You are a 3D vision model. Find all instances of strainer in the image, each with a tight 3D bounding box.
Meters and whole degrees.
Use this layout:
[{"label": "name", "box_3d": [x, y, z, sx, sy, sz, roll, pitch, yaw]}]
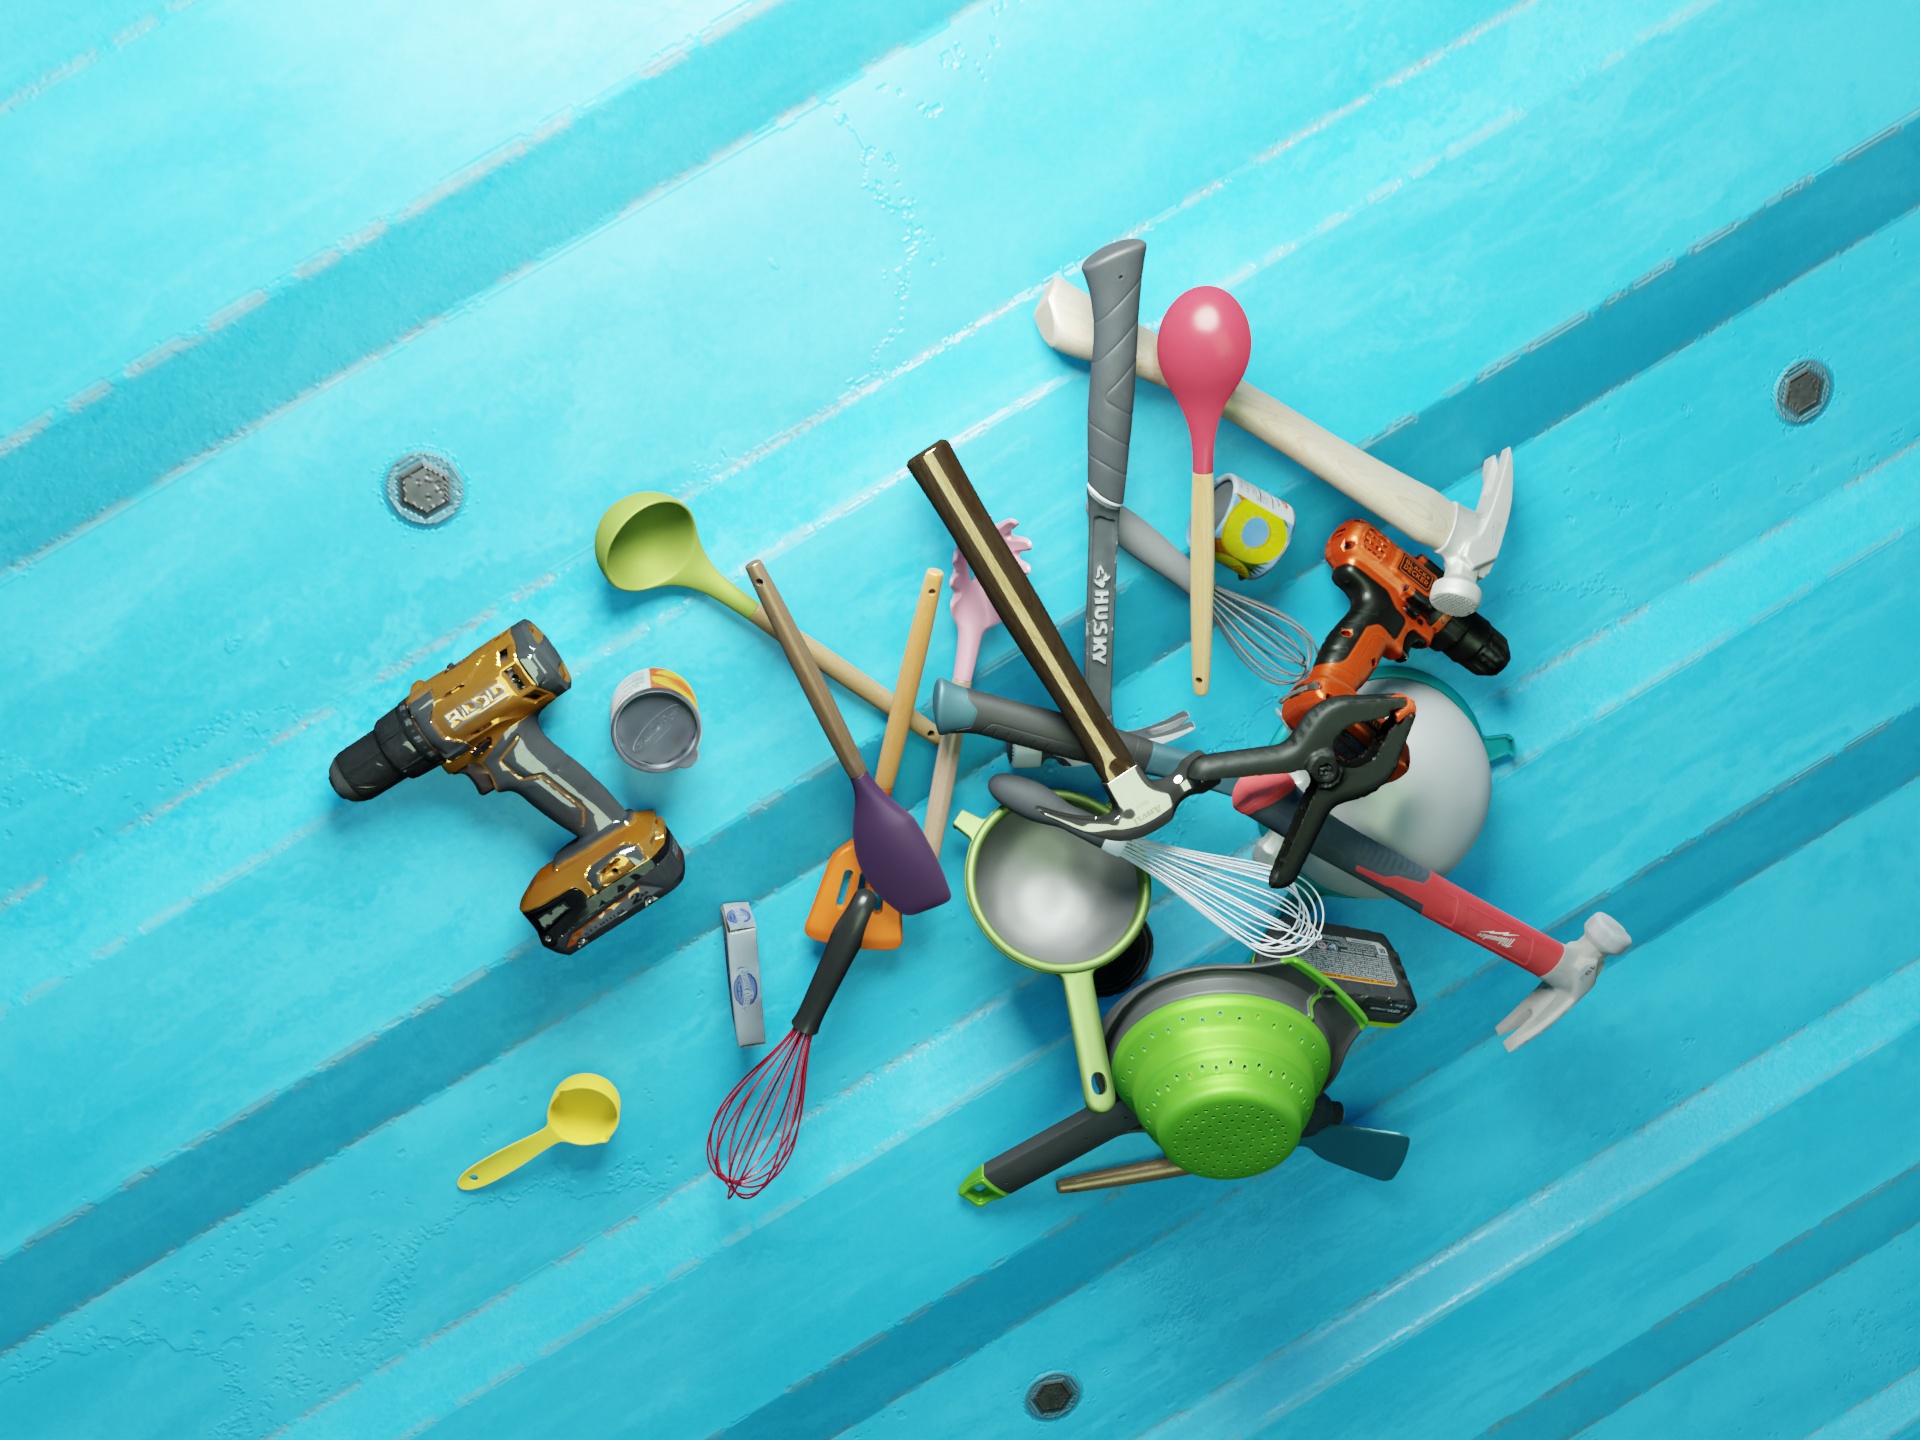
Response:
[{"label": "strainer", "box_3d": [0.083, 0.185, 1.267, 0.151, 0.069, 0.256, -7, 73, -12]}, {"label": "strainer", "box_3d": [0.329, 0.121, 1.334, 0.211, 0.095, 0.340, 27, 99, -20]}]

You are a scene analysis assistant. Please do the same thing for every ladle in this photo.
[{"label": "ladle", "box_3d": [-0.133, -0.064, 1.191, 0.320, 0.062, 0.078, 35, 99, -23]}, {"label": "ladle", "box_3d": [0.179, -0.161, 1.183, 0.069, 0.031, 0.315, 9, 120, 23]}]

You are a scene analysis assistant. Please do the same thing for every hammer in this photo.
[{"label": "hammer", "box_3d": [0.113, -0.149, 1.190, 0.149, 0.036, 0.408, -3, 117, -6]}, {"label": "hammer", "box_3d": [0.058, -0.056, 1.176, 0.130, 0.031, 0.331, -33, 99, -6]}, {"label": "hammer", "box_3d": [0.245, -0.233, 1.216, 0.410, 0.038, 0.146, 26, 70, -13]}, {"label": "hammer", "box_3d": [0.132, 0.026, 1.241, 0.331, 0.033, 0.128, 14, 112, -15]}, {"label": "hammer", "box_3d": [0.365, 0.149, 1.290, 0.386, 0.038, 0.143, 28, 114, -22]}]

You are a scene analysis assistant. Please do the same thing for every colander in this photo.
[{"label": "colander", "box_3d": [0.149, 0.338, 1.292, 0.397, 0.095, 0.204, -36, 119, 26]}]

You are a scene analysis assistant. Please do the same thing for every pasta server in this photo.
[{"label": "pasta server", "box_3d": [-0.002, -0.004, 1.236, 0.060, 0.040, 0.316, 8, 101, -15]}]

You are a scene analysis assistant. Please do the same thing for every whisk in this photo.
[{"label": "whisk", "box_3d": [0.151, 0.107, 1.243, 0.284, 0.070, 0.070, 25, 102, 6]}, {"label": "whisk", "box_3d": [0.191, -0.103, 1.259, 0.238, 0.055, 0.055, 36, 97, -16]}, {"label": "whisk", "box_3d": [-0.133, 0.263, 1.283, 0.073, 0.073, 0.295, 20, 105, -18]}]

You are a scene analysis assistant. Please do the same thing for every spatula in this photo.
[{"label": "spatula", "box_3d": [-0.054, 0.034, 1.231, 0.081, 0.041, 0.322, 10, 117, -9]}, {"label": "spatula", "box_3d": [0.243, 0.403, 1.434, 0.317, 0.044, 0.082, -7, 137, -9]}, {"label": "spatula", "box_3d": [-0.090, 0.020, 1.203, 0.060, 0.018, 0.315, -20, 113, 10]}]

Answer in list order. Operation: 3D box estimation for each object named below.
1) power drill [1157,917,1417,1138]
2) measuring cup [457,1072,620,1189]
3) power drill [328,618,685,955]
[{"label": "power drill", "box_3d": [0.286, 0.276, 1.358, 0.171, 0.080, 0.223, 10, 128, -15]}, {"label": "measuring cup", "box_3d": [-0.345, 0.337, 1.295, 0.156, 0.029, 0.062, -31, 112, 11]}, {"label": "power drill", "box_3d": [-0.333, 0.063, 1.175, 0.185, 0.084, 0.226, -32, 107, 0]}]
